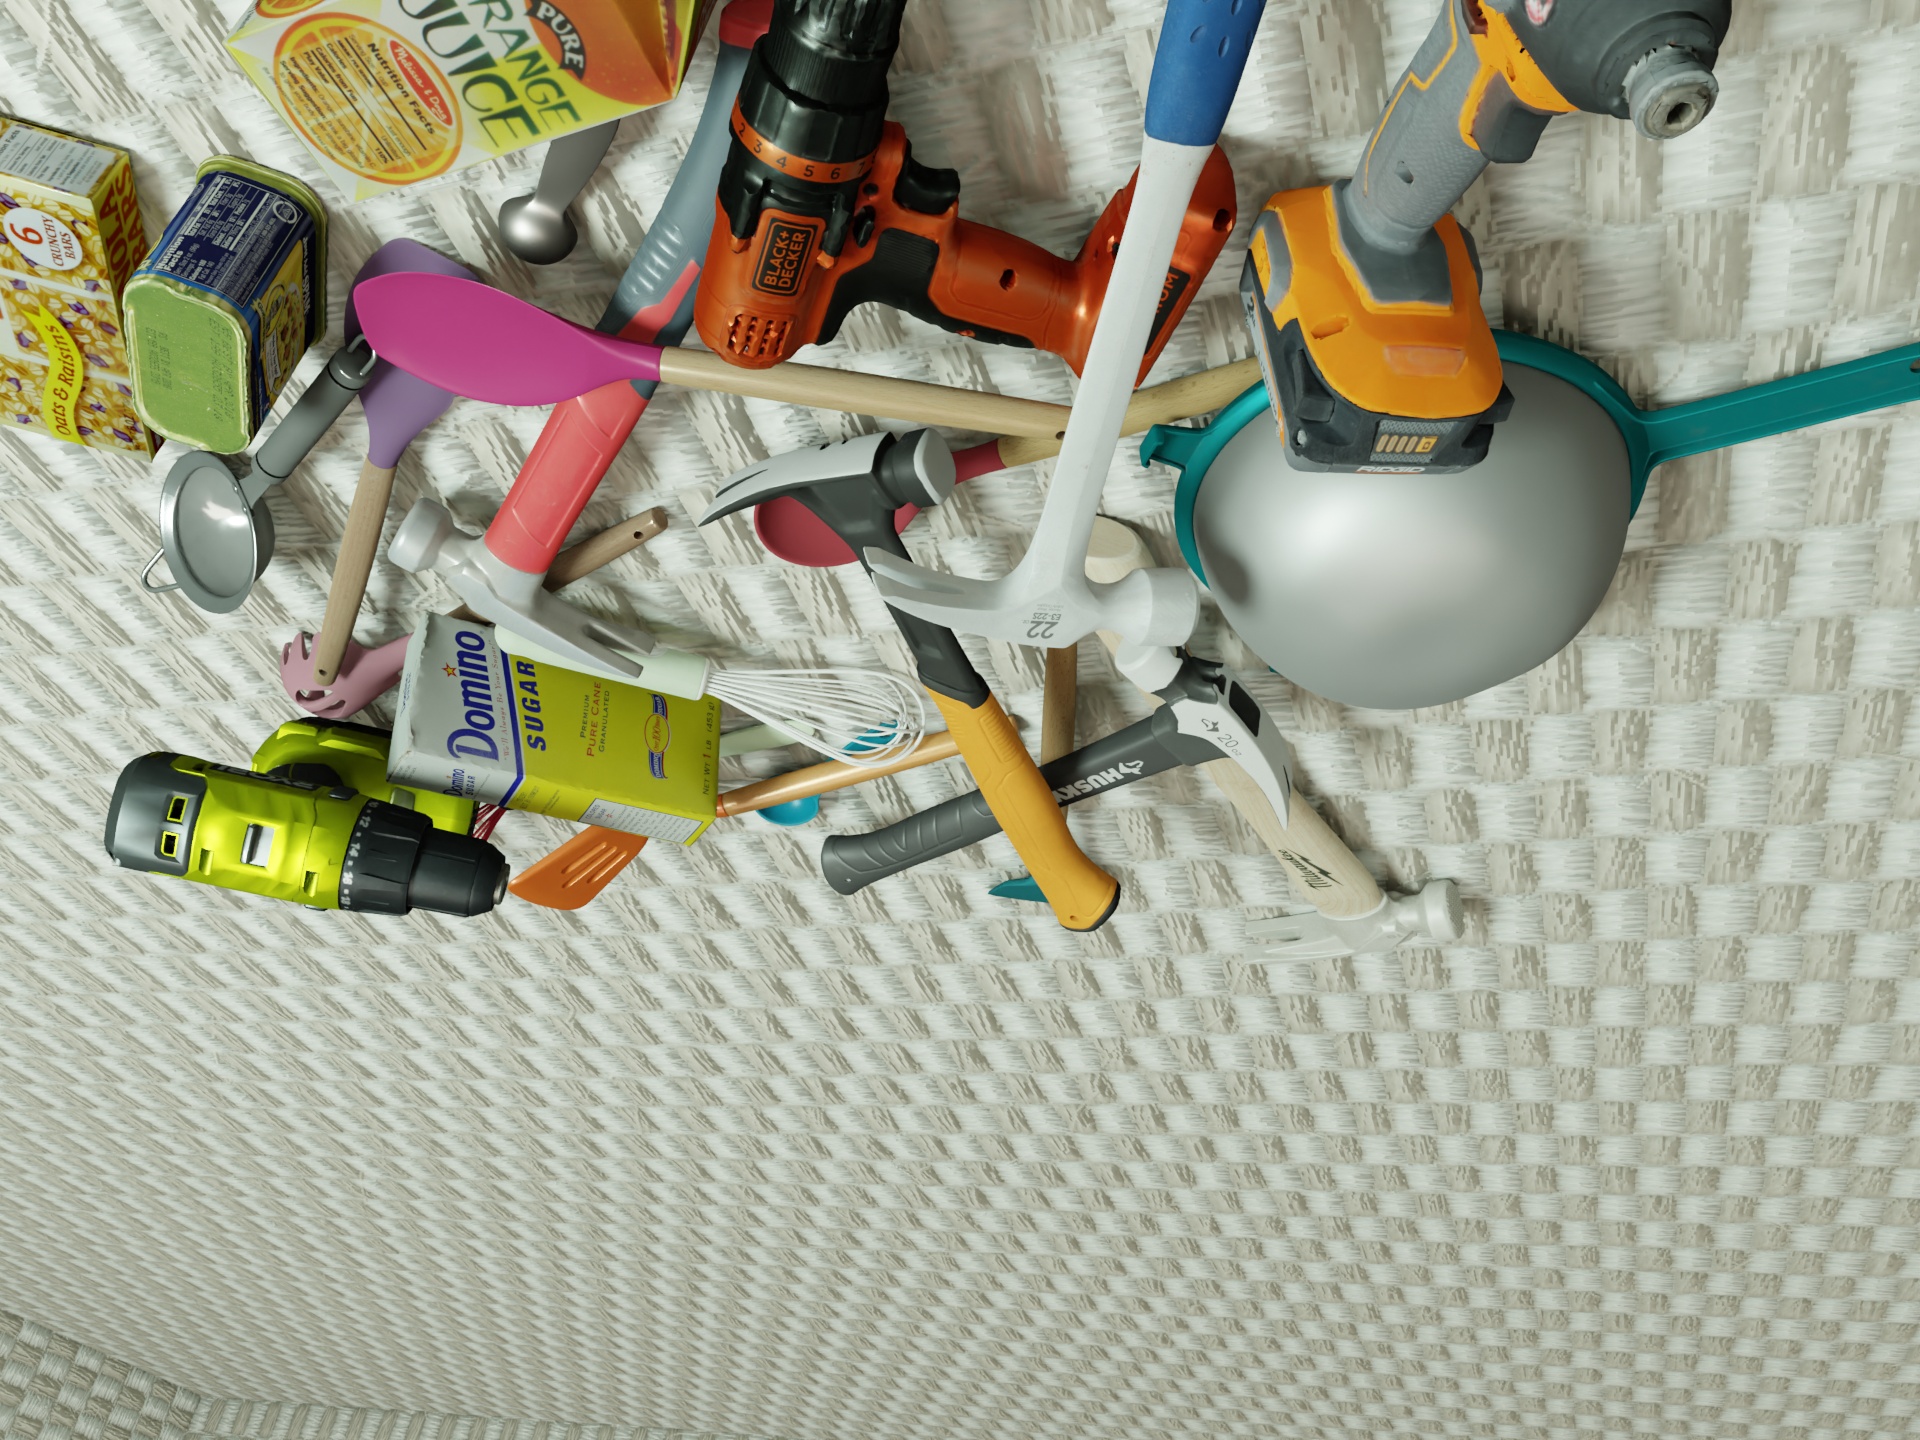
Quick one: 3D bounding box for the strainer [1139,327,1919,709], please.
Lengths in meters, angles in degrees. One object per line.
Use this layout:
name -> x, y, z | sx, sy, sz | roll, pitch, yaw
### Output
strainer -> 0.259, -0.081, 0.685 | 0.340, 0.095, 0.210 | -13, 143, 25

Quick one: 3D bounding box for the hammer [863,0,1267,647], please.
hammer -> 0.067, -0.190, 0.546 | 0.144, 0.035, 0.405 | 0, 130, -19

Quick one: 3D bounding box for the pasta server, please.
pasta server -> -0.284, -0.061, 0.906 | 0.316, 0.040, 0.060 | -21, 134, 29

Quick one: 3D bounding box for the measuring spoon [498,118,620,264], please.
measuring spoon -> -0.163, -0.218, 0.647 | 0.034, 0.018, 0.124 | 23, 157, -22

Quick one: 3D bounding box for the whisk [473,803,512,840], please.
whisk -> -0.309, 0.054, 1.039 | 0.296, 0.073, 0.073 | -28, 130, 33

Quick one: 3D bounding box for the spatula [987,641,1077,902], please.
spatula -> 0.056, 0.037, 0.963 | 0.082, 0.044, 0.317 | 6, 139, 6

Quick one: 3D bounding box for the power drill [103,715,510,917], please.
power drill -> -0.340, 0.057, 0.895 | 0.190, 0.080, 0.228 | 13, -177, -9

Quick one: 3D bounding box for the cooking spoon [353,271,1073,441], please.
cooking spoon -> -0.100, -0.147, 0.672 | 0.319, 0.017, 0.068 | 9, 144, 4

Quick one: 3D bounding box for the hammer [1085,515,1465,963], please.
hammer -> 0.152, 0.028, 0.918 | 0.146, 0.038, 0.410 | -15, 137, 31

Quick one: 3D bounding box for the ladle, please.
ladle -> 0.043, -0.131, 0.736 | 0.315, 0.031, 0.069 | -13, 136, 25

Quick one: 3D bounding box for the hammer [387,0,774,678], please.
hammer -> -0.137, -0.154, 0.715 | 0.143, 0.038, 0.386 | 29, 137, -17

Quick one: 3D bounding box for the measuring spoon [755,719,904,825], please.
measuring spoon -> -0.080, 0.026, 0.988 | 0.042, 0.021, 0.128 | 35, 128, -31

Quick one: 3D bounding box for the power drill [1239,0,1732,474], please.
power drill -> 0.168, -0.182, 0.523 | 0.084, 0.164, 0.226 | -1, 147, -10

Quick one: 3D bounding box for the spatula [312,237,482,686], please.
spatula -> -0.304, -0.118, 0.818 | 0.059, 0.018, 0.315 | 25, 134, -11

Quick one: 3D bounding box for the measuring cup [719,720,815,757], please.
measuring cup -> -0.160, 0.033, 0.989 | 0.167, 0.038, 0.083 | -14, 138, 32

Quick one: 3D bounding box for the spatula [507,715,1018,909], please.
spatula -> -0.118, 0.053, 0.962 | 0.322, 0.041, 0.081 | -16, 159, 13

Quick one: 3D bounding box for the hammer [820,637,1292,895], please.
hammer -> 0.036, 0.049, 0.919 | 0.146, 0.035, 0.335 | 38, 138, -27

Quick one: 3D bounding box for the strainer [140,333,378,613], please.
strainer -> -0.350, -0.125, 0.807 | 0.258, 0.050, 0.087 | -28, 85, 42

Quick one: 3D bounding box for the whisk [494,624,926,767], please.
whisk -> -0.137, -0.022, 0.895 | 0.246, 0.058, 0.059 | 14, 108, -13

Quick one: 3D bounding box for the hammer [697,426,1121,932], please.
hammer -> -0.001, -0.003, 0.816 | 0.127, 0.034, 0.336 | -5, 134, 30
